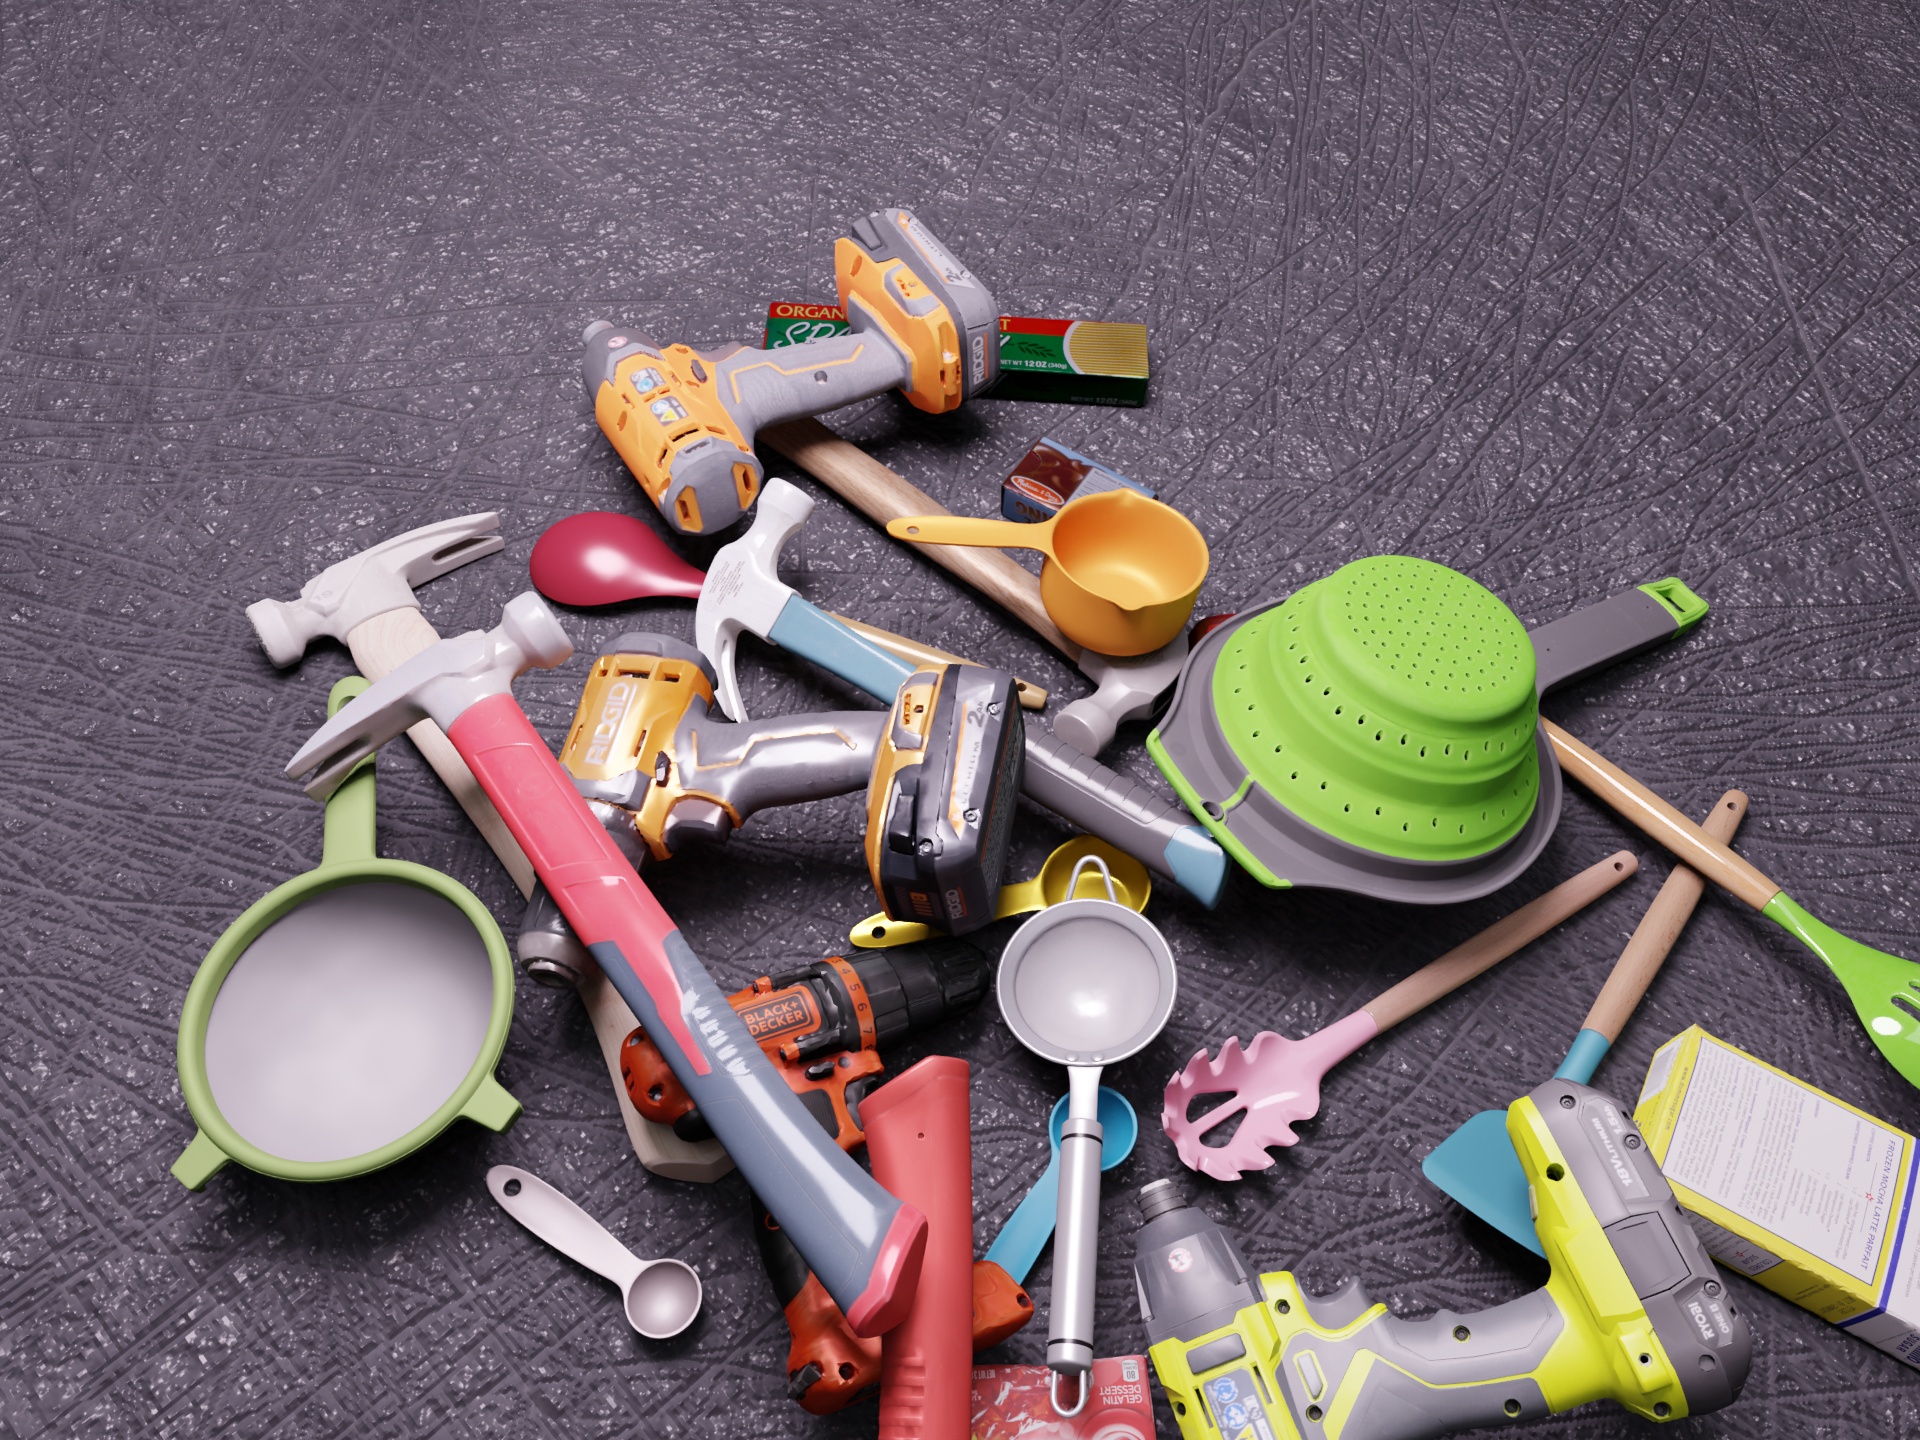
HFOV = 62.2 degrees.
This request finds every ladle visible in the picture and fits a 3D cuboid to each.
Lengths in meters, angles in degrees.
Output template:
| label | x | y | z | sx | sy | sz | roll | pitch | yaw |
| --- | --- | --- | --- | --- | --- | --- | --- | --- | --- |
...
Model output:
| label | x | y | z | sx | sy | sz | roll | pitch | yaw |
| --- | --- | --- | --- | --- | --- | --- | --- | --- | --- |
| ladle | -0.101 | -0.060 | 0.910 | 0.315 | 0.031 | 0.069 | 18 | 60 | 6 |

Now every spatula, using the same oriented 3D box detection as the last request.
| label | x | y | z | sx | sy | sz | roll | pitch | yaw |
| --- | --- | --- | --- | --- | --- | --- | --- | --- | --- |
| spatula | 0.336 | 0.138 | 0.801 | 0.082 | 0.044 | 0.317 | 32 | 60 | 21 |

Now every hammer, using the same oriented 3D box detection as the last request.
| label | x | y | z | sx | sy | sz | roll | pitch | yaw |
| --- | --- | --- | --- | --- | --- | --- | --- | --- | --- |
| hammer | -0.151 | 0.103 | 0.674 | 0.143 | 0.038 | 0.387 | -36 | 60 | -11 |
| hammer | -0.001 | -0.003 | 0.836 | 0.331 | 0.033 | 0.128 | 30 | 87 | 18 |
| hammer | -0.007 | -0.108 | 0.936 | 0.331 | 0.031 | 0.130 | 37 | 54 | 21 |
| hammer | -0.004 | 0.310 | 0.596 | 0.149 | 0.036 | 0.359 | 4 | 69 | -6 |
| hammer | -0.218 | 0.055 | 0.824 | 0.146 | 0.038 | 0.411 | -29 | 64 | -22 |

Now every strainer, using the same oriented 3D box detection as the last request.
| label | x | y | z | sx | sy | sz | roll | pitch | yaw |
| --- | --- | --- | --- | --- | --- | --- | --- | --- | --- |
| strainer | 0.055 | 0.182 | 0.725 | 0.087 | 0.050 | 0.259 | 0 | 51 | 10 |
| strainer | -0.285 | 0.101 | 0.767 | 0.151 | 0.069 | 0.257 | -11 | 60 | -3 |

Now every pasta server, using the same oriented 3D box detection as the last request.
| label | x | y | z | sx | sy | sz | roll | pitch | yaw |
| --- | --- | --- | --- | --- | --- | --- | --- | --- | --- |
| pasta server | 0.229 | 0.137 | 0.798 | 0.316 | 0.040 | 0.060 | -26 | 75 | -20 |

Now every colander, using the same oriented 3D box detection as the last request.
| label | x | y | z | sx | sy | sz | roll | pitch | yaw |
| --- | --- | --- | --- | --- | --- | --- | --- | --- | --- |
| colander | 0.285 | -0.039 | 0.839 | 0.397 | 0.094 | 0.205 | -20 | 56 | -29 |

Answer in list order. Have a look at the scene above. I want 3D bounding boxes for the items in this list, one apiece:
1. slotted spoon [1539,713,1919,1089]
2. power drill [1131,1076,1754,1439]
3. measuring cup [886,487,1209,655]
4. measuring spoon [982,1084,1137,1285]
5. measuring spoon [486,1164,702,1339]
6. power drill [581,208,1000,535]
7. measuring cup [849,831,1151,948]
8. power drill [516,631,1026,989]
| label | x | y | z | sx | sy | sz | roll | pitch | yaw |
| --- | --- | --- | --- | --- | --- | --- | --- | --- | --- |
| slotted spoon | 0.397 | 0.078 | 0.824 | 0.070 | 0.031 | 0.314 | -25 | 52 | -28 |
| power drill | 0.191 | 0.246 | 0.671 | 0.223 | 0.080 | 0.171 | -24 | 64 | 5 |
| measuring cup | 0.045 | -0.081 | 0.867 | 0.173 | 0.052 | 0.095 | 5 | 49 | -2 |
| measuring spoon | 0.040 | 0.229 | 0.743 | 0.042 | 0.021 | 0.129 | 27 | 68 | 25 |
| measuring spoon | -0.168 | 0.240 | 0.724 | 0.124 | 0.018 | 0.034 | 28 | 60 | 21 |
| power drill | -0.108 | -0.216 | 0.942 | 0.226 | 0.084 | 0.164 | -29 | 59 | -16 |
| measuring cup | 0.021 | 0.101 | 0.819 | 0.156 | 0.029 | 0.062 | -12 | 54 | 0 |
| power drill | -0.094 | 0.049 | 0.760 | 0.226 | 0.084 | 0.185 | 4 | 56 | 13 |
